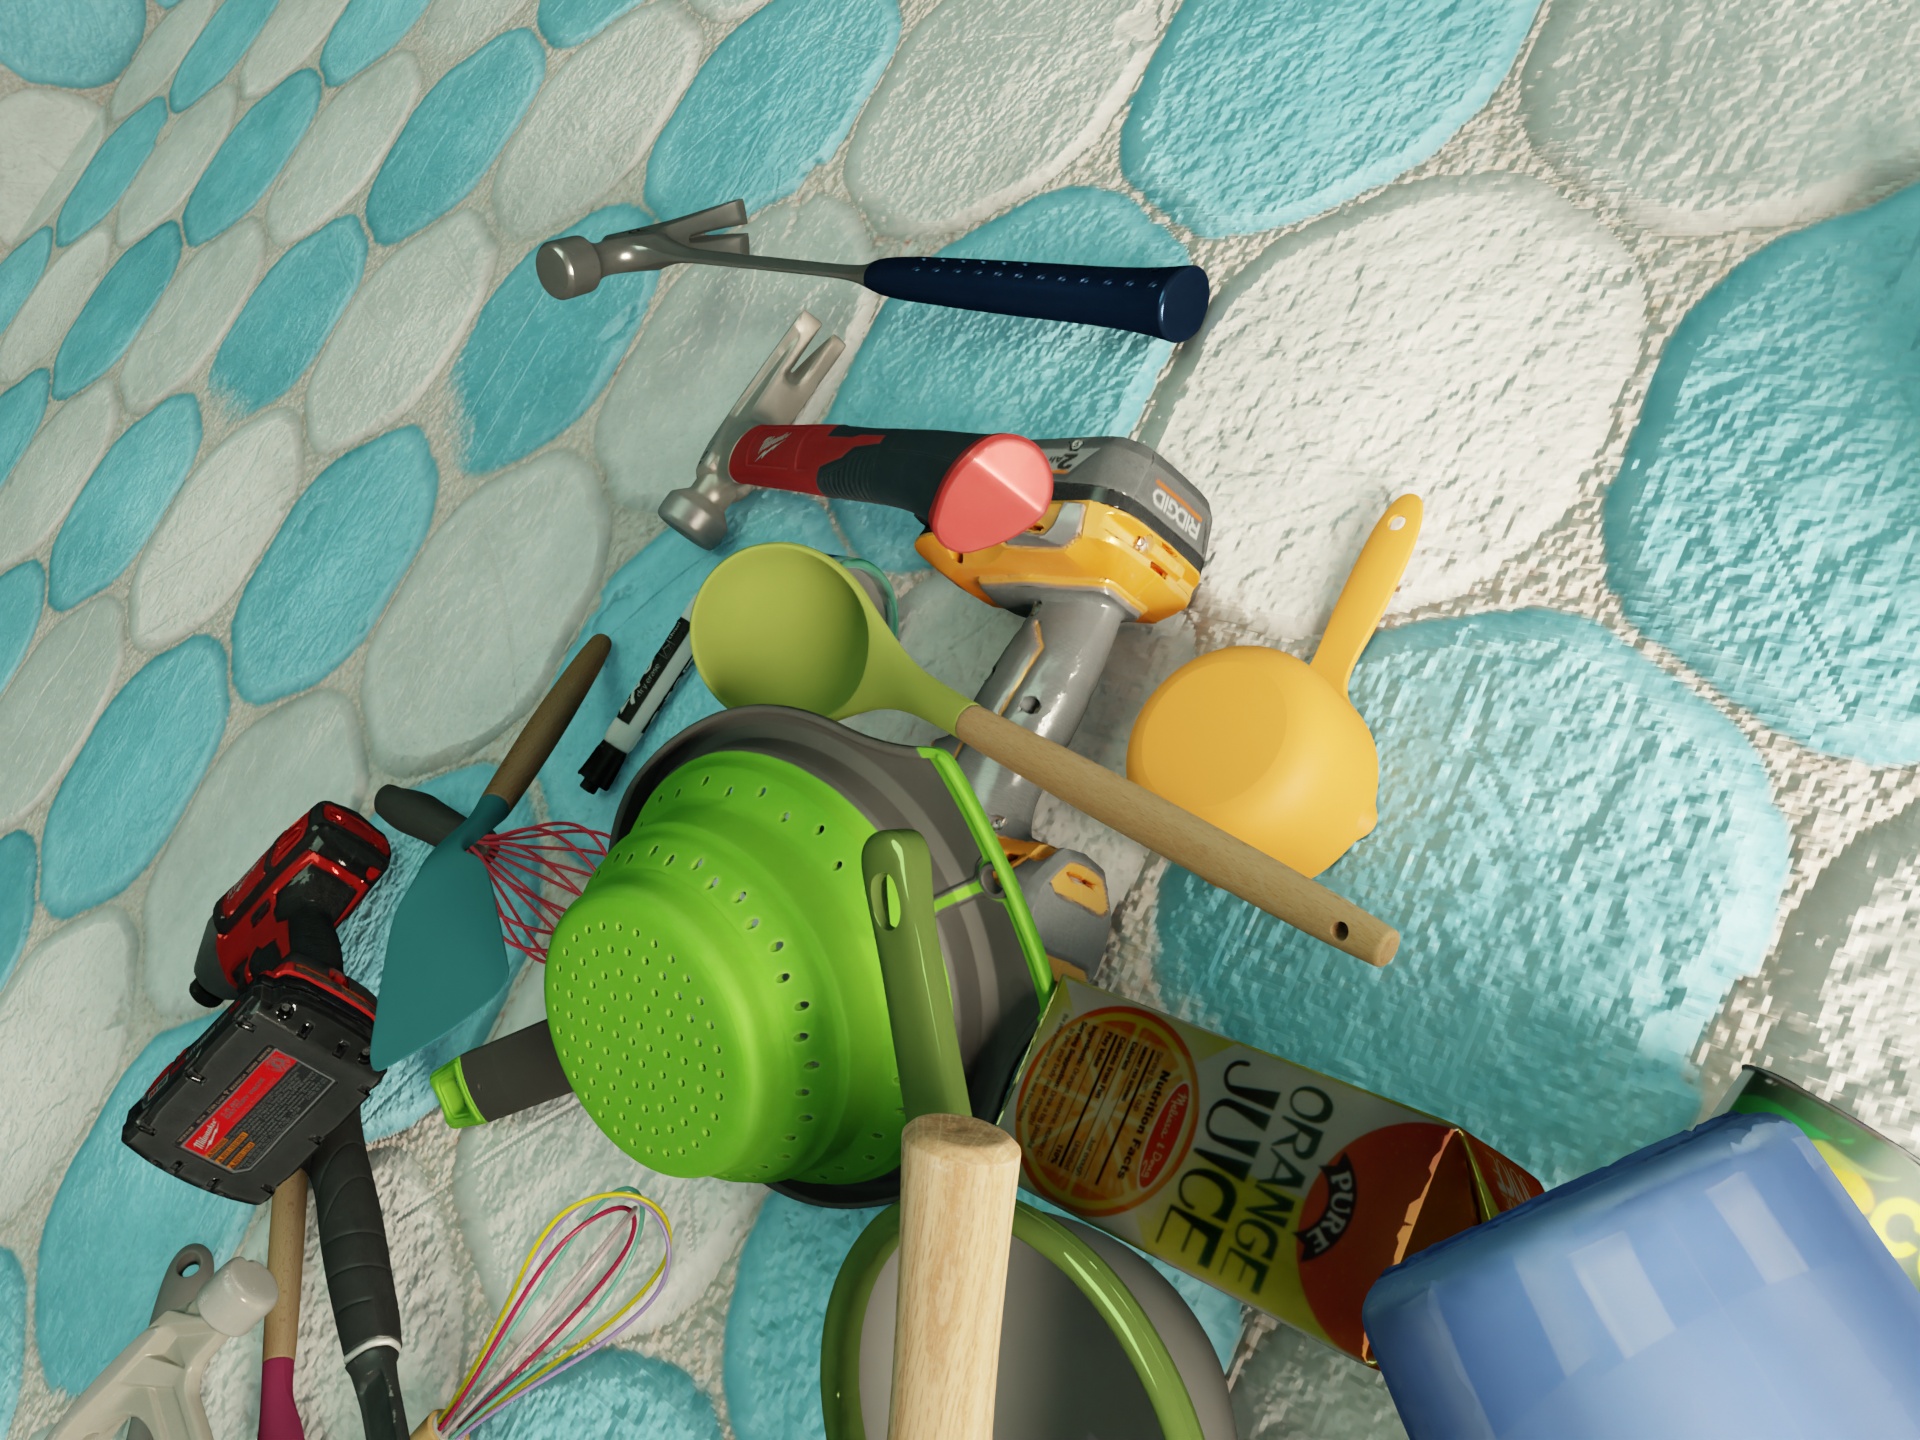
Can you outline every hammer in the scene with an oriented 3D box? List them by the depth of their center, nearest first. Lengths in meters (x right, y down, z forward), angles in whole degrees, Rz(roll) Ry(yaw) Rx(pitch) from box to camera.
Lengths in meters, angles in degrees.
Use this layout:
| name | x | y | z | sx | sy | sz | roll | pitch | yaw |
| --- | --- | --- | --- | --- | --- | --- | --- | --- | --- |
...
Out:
| name | x | y | z | sx | sy | sz | roll | pitch | yaw |
| --- | --- | --- | --- | --- | --- | --- | --- | --- | --- |
| hammer | -0.013 | 0.273 | 0.448 | 0.130 | 0.031 | 0.331 | 10 | 99 | 44 |
| hammer | -0.297 | 0.409 | 0.657 | 0.149 | 0.036 | 0.359 | -46 | 52 | 2 |
| hammer | -0.248 | 0.281 | 0.682 | 0.149 | 0.036 | 0.409 | -56 | 34 | 5 |
| hammer | -0.047 | -0.131 | 0.727 | 0.143 | 0.038 | 0.386 | -56 | 25 | -4 |
| hammer | -0.048 | -0.242 | 0.855 | 0.406 | 0.035 | 0.144 | 17 | 34 | 36 |

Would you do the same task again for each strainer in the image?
| name | x | y | z | sx | sy | sz | roll | pitch | yaw |
| --- | --- | --- | --- | --- | --- | --- | --- | --- | --- |
| strainer | 0.020 | 0.157 | 0.481 | 0.151 | 0.069 | 0.256 | -22 | 75 | 44 |

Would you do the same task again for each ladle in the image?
| name | x | y | z | sx | sy | sz | roll | pitch | yaw |
| --- | --- | --- | --- | --- | --- | --- | --- | --- | --- |
| ladle | 0.013 | 0.011 | 0.570 | 0.320 | 0.062 | 0.078 | 29 | 110 | 41 |

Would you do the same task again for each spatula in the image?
| name | x | y | z | sx | sy | sz | roll | pitch | yaw |
| --- | --- | --- | --- | --- | --- | --- | --- | --- | --- |
| spatula | -0.212 | 0.038 | 0.774 | 0.082 | 0.044 | 0.318 | -33 | 21 | 20 |

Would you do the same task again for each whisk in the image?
| name | x | y | z | sx | sy | sz | roll | pitch | yaw |
| --- | --- | --- | --- | --- | --- | --- | --- | --- | --- |
| whisk | -0.212 | 0.291 | 0.691 | 0.245 | 0.047 | 0.051 | -48 | 46 | 9 |
| whisk | -0.405 | 0.377 | 0.793 | 0.055 | 0.055 | 0.239 | -28 | 45 | 23 |
| whisk | -0.247 | 0.071 | 0.841 | 0.296 | 0.073 | 0.073 | 15 | 74 | 48 |

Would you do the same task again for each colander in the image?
| name | x | y | z | sx | sy | sz | roll | pitch | yaw |
| --- | --- | --- | --- | --- | --- | --- | --- | --- | --- |
| colander | -0.143 | 0.131 | 0.648 | 0.397 | 0.094 | 0.204 | -27 | 86 | 40 |

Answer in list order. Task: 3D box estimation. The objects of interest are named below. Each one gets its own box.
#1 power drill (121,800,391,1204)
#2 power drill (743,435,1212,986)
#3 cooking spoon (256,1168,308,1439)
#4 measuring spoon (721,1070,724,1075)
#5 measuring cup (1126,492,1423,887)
| name | x | y | z | sx | sy | sz | roll | pitch | yaw |
| --- | --- | --- | --- | --- | --- | --- | --- | --- | --- |
| power drill | -0.376 | 0.147 | 0.863 | 0.143 | 0.078 | 0.220 | -45 | 30 | 6 |
| power drill | -0.001 | -0.002 | 0.676 | 0.185 | 0.084 | 0.226 | 6 | 73 | 42 |
| cooking spoon | -0.342 | 0.298 | 0.800 | 0.068 | 0.017 | 0.319 | -47 | 40 | 31 |
| measuring spoon | -0.140 | 0.156 | 0.734 | 0.117 | 0.011 | 0.021 | -4 | 62 | 37 |
| measuring cup | 0.125 | -0.021 | 0.600 | 0.095 | 0.052 | 0.173 | 22 | 81 | 44 |
